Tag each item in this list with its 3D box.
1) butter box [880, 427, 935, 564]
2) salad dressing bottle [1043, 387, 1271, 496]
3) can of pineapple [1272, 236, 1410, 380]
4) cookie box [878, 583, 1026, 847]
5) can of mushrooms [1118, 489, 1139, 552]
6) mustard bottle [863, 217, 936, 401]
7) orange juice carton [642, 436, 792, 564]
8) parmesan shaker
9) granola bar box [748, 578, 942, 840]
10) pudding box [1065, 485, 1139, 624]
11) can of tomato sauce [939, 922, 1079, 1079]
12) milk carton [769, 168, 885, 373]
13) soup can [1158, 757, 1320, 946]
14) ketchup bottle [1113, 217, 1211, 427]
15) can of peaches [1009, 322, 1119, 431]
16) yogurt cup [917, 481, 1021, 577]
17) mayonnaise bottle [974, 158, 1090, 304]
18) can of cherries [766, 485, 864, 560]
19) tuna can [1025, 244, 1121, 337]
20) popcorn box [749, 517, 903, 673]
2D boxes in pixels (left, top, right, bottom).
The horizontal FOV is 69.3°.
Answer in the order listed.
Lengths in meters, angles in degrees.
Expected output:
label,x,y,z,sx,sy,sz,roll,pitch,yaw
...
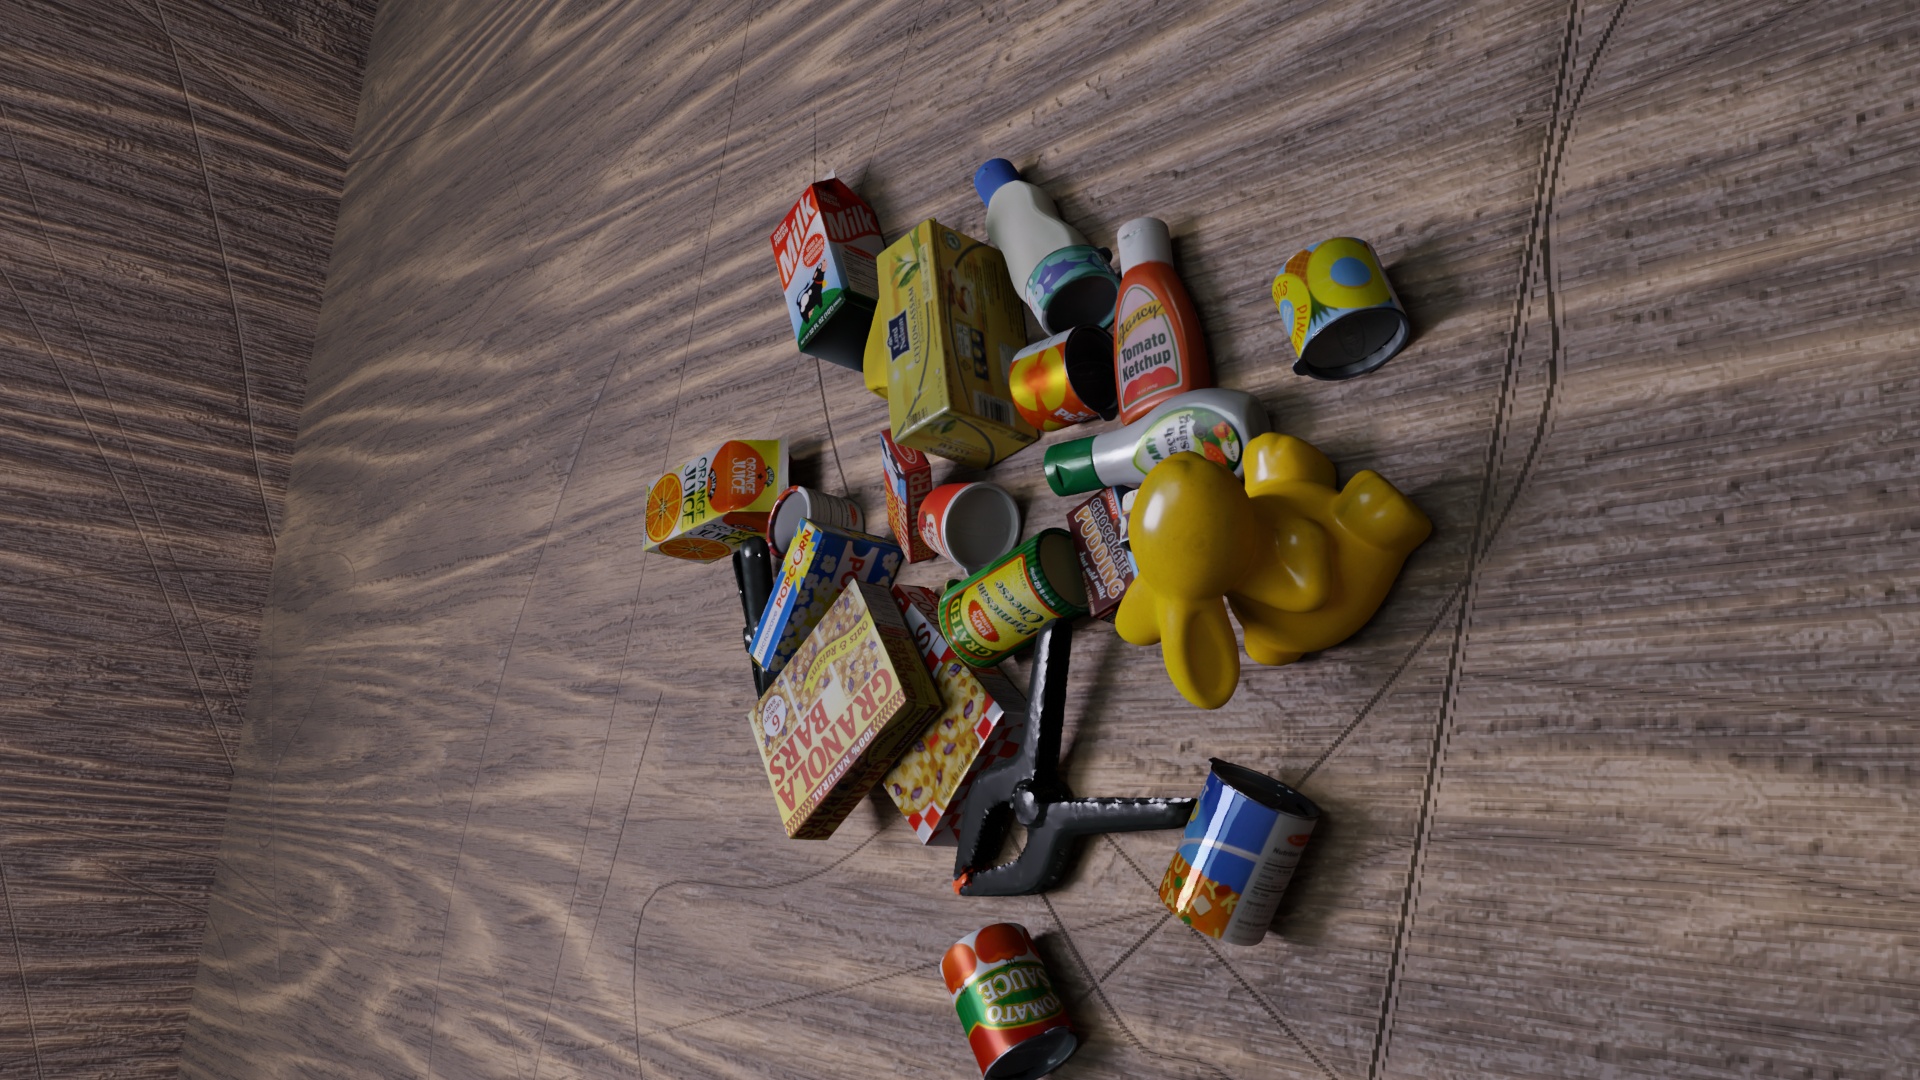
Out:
label,x,y,z,sx,sy,sz,roll,pitch,yaw
butter box,-0.041,-0.035,1.093,0.103,0.024,0.053,88,159,-45
salad dressing bottle,0.126,-0.059,0.905,0.147,0.044,0.064,-11,106,33
can of pineapple,0.223,-0.137,0.825,0.070,0.071,0.058,-39,51,36
cookie box,-0.025,0.129,1.053,0.168,0.040,0.122,47,115,45
can of mushrooms,0.136,-0.011,0.887,0.071,0.071,0.033,-7,72,48
mustard bottle,-0.037,-0.194,1.155,0.049,0.065,0.160,-3,70,44
orange juice carton,-0.218,-0.038,1.305,0.192,0.073,0.072,-20,64,44
parmesan shaker,0.041,0.039,0.982,0.102,0.071,0.071,-34,55,39
granola bar box,-0.092,0.131,1.067,0.165,0.039,0.125,-51,45,27
pudding box,0.106,0.009,0.946,0.049,0.030,0.084,-35,54,37
can of tomato sauce,0.031,0.303,0.911,0.071,0.071,0.083,-53,44,25
milk carton,-0.115,-0.250,1.252,0.072,0.073,0.191,-42,49,34
soup can,0.158,0.179,0.803,0.071,0.071,0.083,32,104,49
ketchup bottle,0.134,-0.150,0.954,0.064,0.043,0.149,-23,61,39
can of peaches,0.077,-0.113,0.990,0.058,0.071,0.071,-15,67,46
yogurt cup,0.004,-0.013,1.048,0.054,0.072,0.072,15,90,58
mayonnaise bottle,0.052,-0.244,1.082,0.064,0.041,0.149,-49,45,26
can of cherries,-0.127,-0.008,1.201,0.071,0.058,0.071,-18,65,45
tuna can,0.085,-0.179,1.003,0.070,0.071,0.033,-48,47,29
popcorn box,-0.111,0.051,1.142,0.038,0.085,0.126,34,105,50
